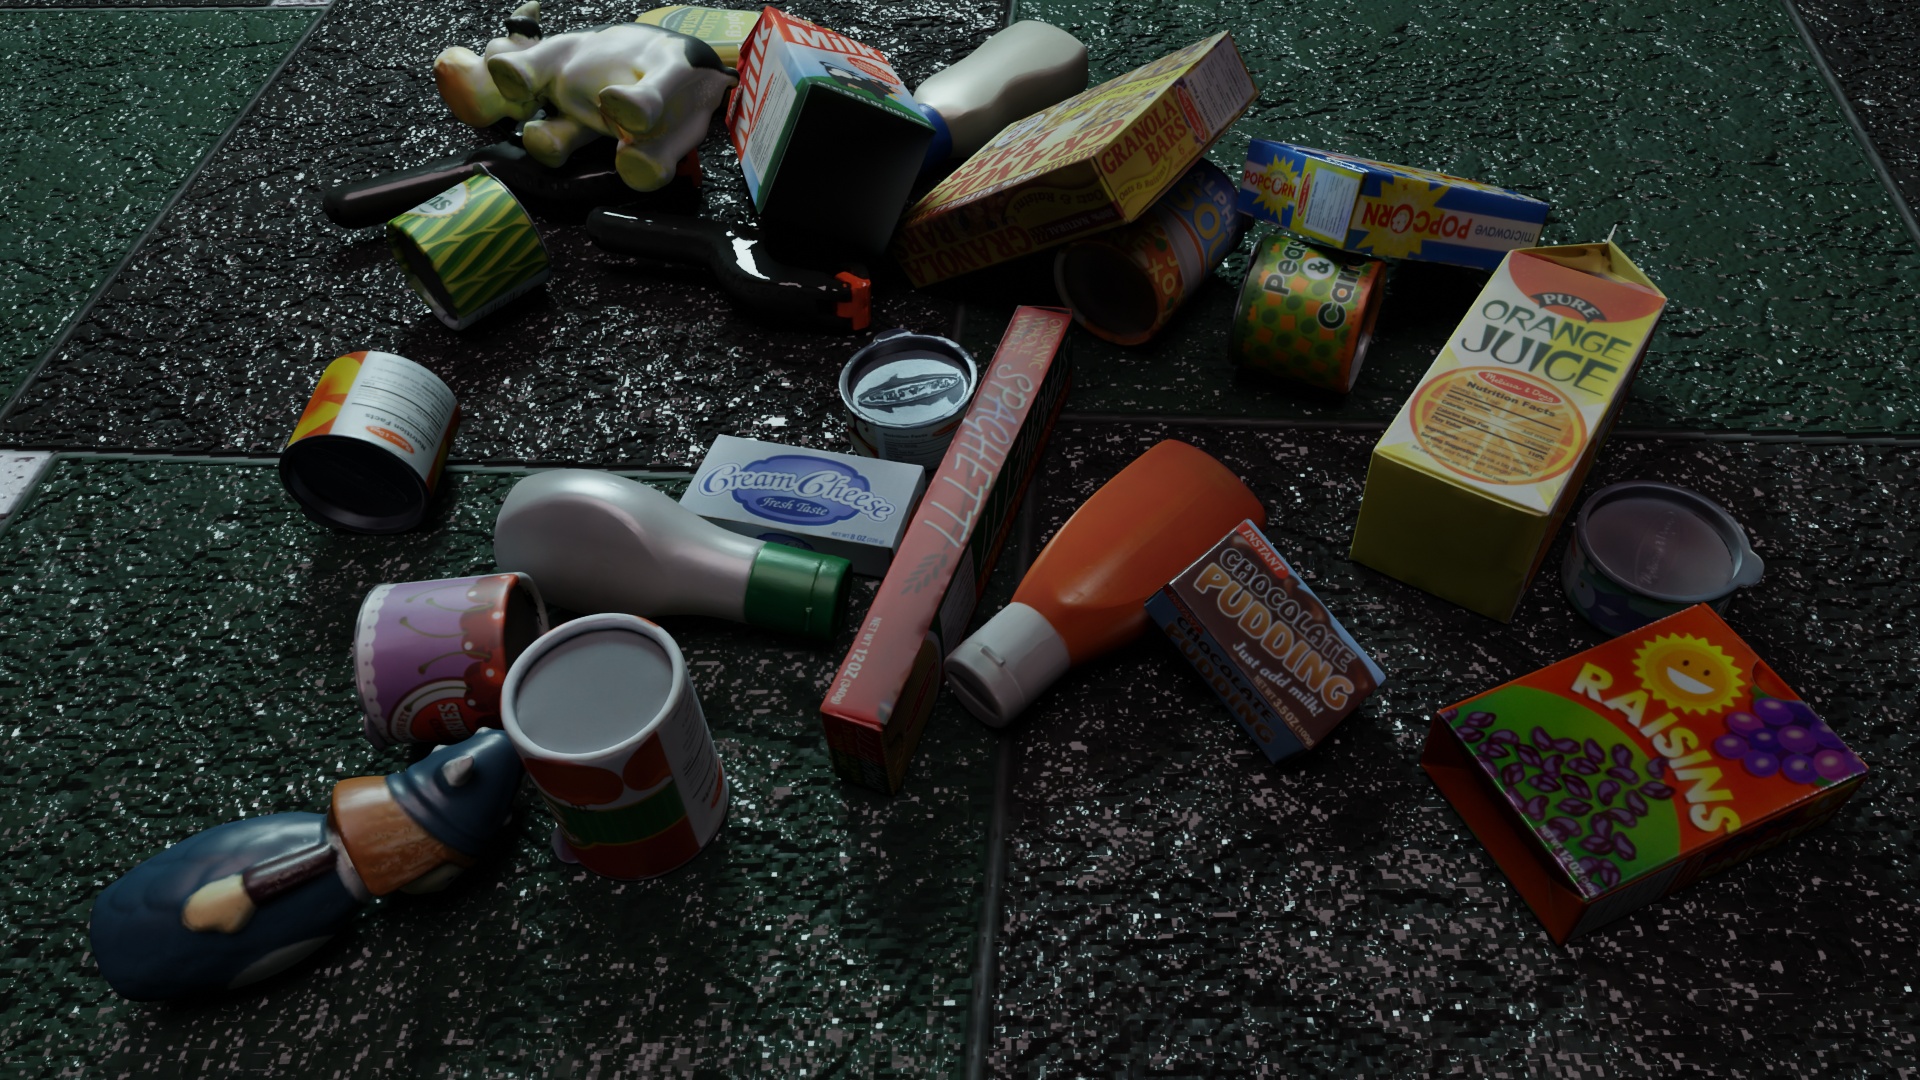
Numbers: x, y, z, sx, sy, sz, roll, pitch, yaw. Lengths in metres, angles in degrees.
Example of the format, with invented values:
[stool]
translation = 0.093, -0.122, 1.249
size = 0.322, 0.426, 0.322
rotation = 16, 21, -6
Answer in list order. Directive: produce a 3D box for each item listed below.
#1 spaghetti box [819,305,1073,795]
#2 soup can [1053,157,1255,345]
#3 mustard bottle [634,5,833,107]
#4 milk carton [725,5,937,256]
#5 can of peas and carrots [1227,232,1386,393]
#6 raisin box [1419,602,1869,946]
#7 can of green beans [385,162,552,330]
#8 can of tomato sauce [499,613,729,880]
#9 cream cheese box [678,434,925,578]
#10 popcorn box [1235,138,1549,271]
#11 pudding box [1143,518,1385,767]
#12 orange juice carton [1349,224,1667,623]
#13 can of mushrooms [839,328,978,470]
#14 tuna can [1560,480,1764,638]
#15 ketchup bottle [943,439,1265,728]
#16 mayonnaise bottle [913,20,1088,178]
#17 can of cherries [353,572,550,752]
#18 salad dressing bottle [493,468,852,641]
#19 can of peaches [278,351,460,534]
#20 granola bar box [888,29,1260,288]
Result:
[spaghetti box]
translation = 0.002, -0.008, 0.603
size = 0.029, 0.050, 0.251
rotation = 13, 51, 14
[soup can]
translation = 0.099, -0.149, 0.707
size = 0.071, 0.071, 0.084
rotation = 26, 56, 25
[mustard bottle]
translation = -0.128, -0.304, 0.874
size = 0.160, 0.048, 0.066
rotation = 5, 51, 9
[milk carton]
translation = -0.079, -0.235, 0.766
size = 0.072, 0.073, 0.191
rotation = 13, 29, -26
[can of peas and carrots]
translation = 0.167, -0.111, 0.666
size = 0.059, 0.070, 0.071
rotation = 18, 53, 18
[raisin box]
translation = 0.248, 0.082, 0.511
size = 0.123, 0.039, 0.086
rotation = -19, 49, -12
[can of green beans]
translation = -0.263, -0.154, 0.743
size = 0.058, 0.071, 0.071
rotation = -39, 56, -25
[can of tomato sauce]
translation = -0.129, 0.078, 0.517
size = 0.071, 0.082, 0.071
rotation = -2, 49, 3
[cream cheese box]
translation = -0.072, -0.016, 0.634
size = 0.104, 0.024, 0.054
rotation = 9, 49, 12
[popcorn box]
translation = 0.212, -0.165, 0.685
size = 0.127, 0.038, 0.085
rotation = 0, 25, -29
[pudding box]
translation = 0.119, 0.040, 0.545
size = 0.050, 0.030, 0.084
rotation = -35, 81, -24
[orange juice carton]
translation = 0.250, -0.062, 0.616
size = 0.073, 0.071, 0.193
rotation = 26, 56, 24
[can of mushrooms]
translation = -0.024, -0.068, 0.669
size = 0.071, 0.033, 0.071
rotation = -3, 49, 3
[tuna can]
translation = 0.289, 0.010, 0.575
size = 0.071, 0.032, 0.071
rotation = -2, 49, 3
[ketchup bottle]
translation = 0.058, 0.019, 0.579
size = 0.149, 0.043, 0.065
rotation = -38, 63, -25
[mayonnaise bottle]
translation = 0.008, -0.261, 0.832
size = 0.065, 0.041, 0.149
rotation = 34, 60, 31
[can of cherries]
translation = -0.202, 0.050, 0.560
size = 0.058, 0.071, 0.072
rotation = -5, 49, -1
[salad dressing bottle]
translation = -0.121, 0.010, 0.595
size = 0.148, 0.064, 0.044
rotation = 13, 32, 5
[can of peaches]
translation = -0.276, -0.045, 0.650
size = 0.071, 0.071, 0.058
rotation = -1, 49, 4
[granola bar box]
translation = 0.053, -0.190, 0.710
size = 0.165, 0.039, 0.125
rotation = -4, 36, 52
